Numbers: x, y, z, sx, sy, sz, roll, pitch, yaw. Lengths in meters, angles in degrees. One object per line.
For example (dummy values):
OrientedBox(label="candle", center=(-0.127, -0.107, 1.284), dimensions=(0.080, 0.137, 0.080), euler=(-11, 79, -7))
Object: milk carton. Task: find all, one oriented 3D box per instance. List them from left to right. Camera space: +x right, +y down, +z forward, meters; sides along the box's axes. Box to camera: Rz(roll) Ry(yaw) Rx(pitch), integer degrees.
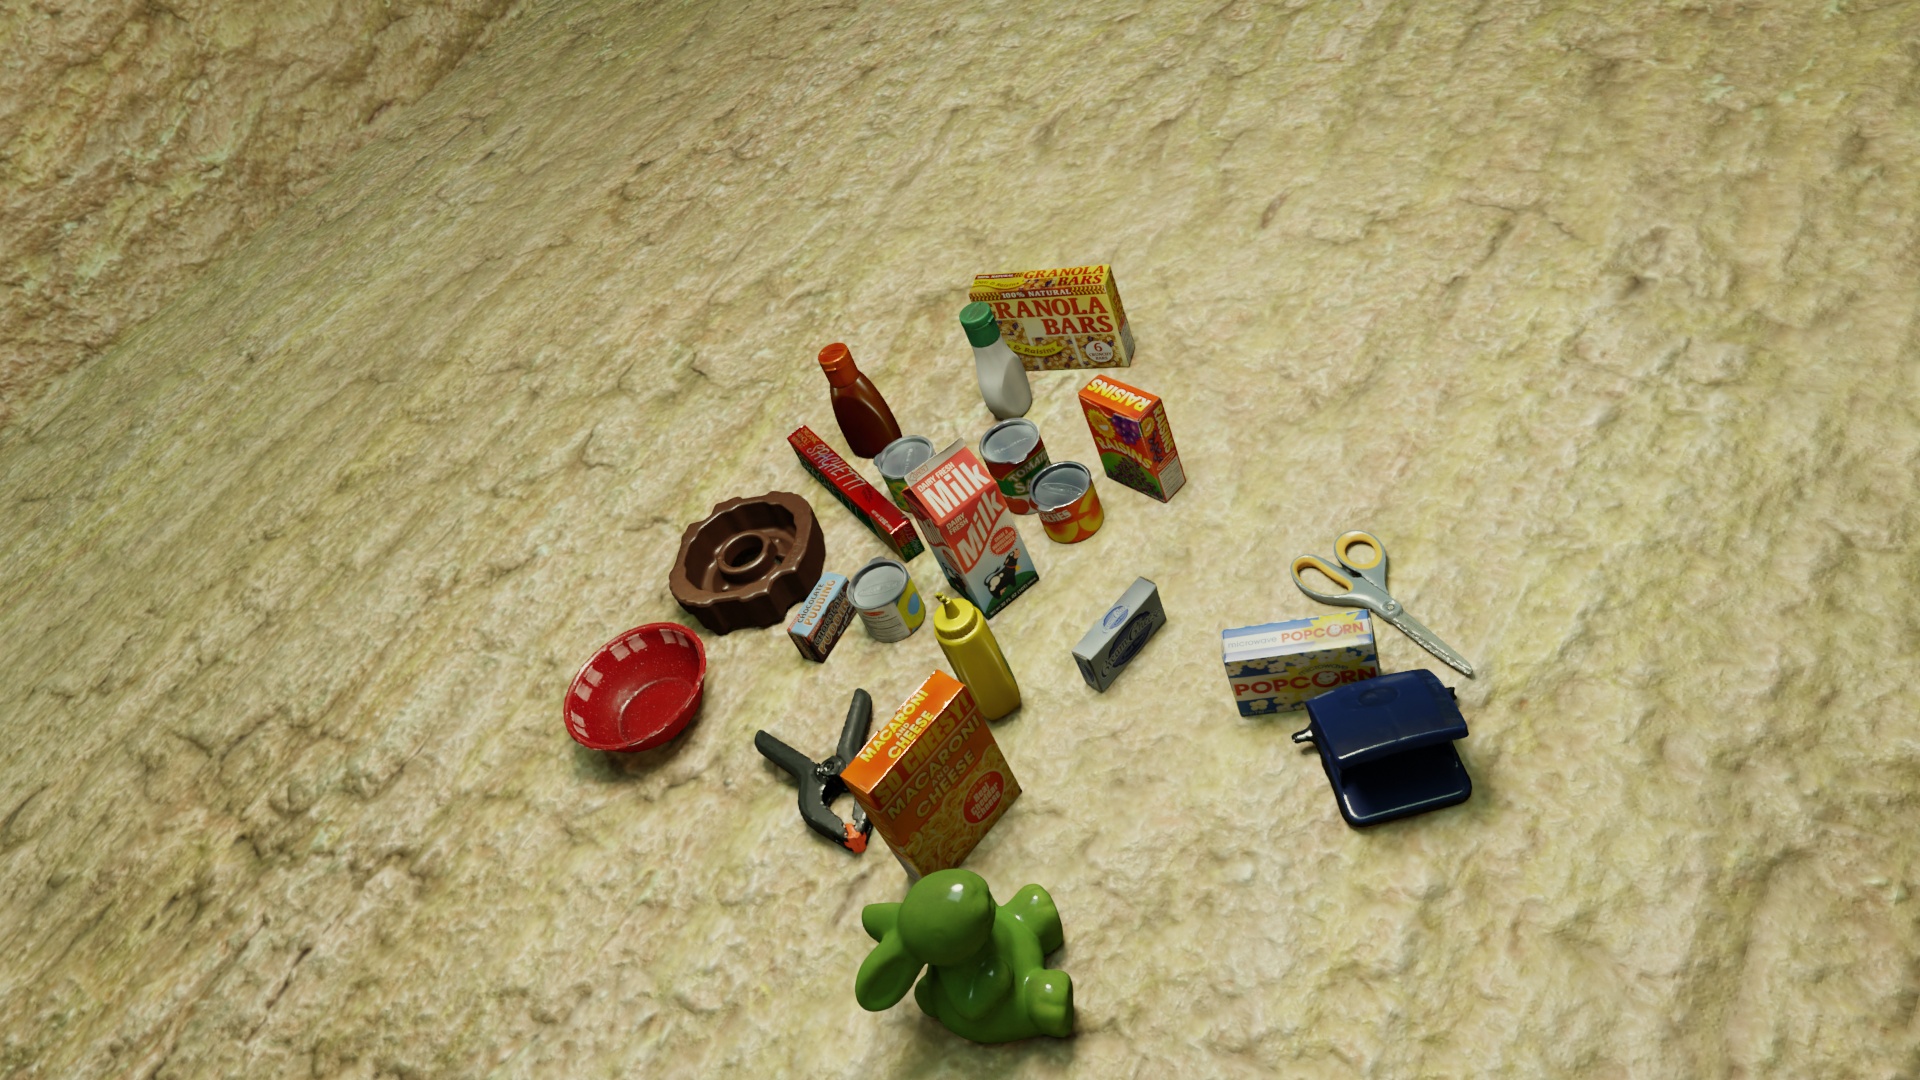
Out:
OrientedBox(label="milk carton", center=(0.005, -0.017, 1.369), dimensions=(0.072, 0.189, 0.073), euler=(-38, 45, -12))

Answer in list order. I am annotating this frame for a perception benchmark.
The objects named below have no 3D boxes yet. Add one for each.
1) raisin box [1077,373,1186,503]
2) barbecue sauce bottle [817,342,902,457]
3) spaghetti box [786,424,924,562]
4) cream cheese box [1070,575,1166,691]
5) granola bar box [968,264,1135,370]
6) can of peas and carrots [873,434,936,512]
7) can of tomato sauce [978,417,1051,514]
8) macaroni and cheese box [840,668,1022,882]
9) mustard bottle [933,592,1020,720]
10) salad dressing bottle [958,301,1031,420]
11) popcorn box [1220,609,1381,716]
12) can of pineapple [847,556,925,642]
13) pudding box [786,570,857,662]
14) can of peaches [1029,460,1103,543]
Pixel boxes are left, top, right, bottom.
OrientedBox(label="raisin box", center=(0.176, -0.104, 1.425), dimensions=(0.040, 0.123, 0.086), euler=(-43, 46, -18))
OrientedBox(label="barbecue sauce bottle", center=(-0.120, -0.160, 1.594), dimensions=(0.065, 0.148, 0.044), euler=(-4, 47, 21))
OrientedBox(label="spaghetti box", center=(-0.122, -0.057, 1.567), dimensions=(0.029, 0.050, 0.251), euler=(-37, 44, -12))
OrientedBox(label="cream cheese box", center=(0.150, 0.088, 1.302), dimensions=(0.024, 0.053, 0.104), euler=(27, 63, 40))
OrientedBox(label="granola bar box", center=(0.107, -0.255, 1.601), dimensions=(0.165, 0.123, 0.039), euler=(1, 49, 25))
OrientedBox(label="can of peas and carrots", center=(-0.054, -0.073, 1.546), dimensions=(0.071, 0.058, 0.071), euler=(-13, 45, 13))
OrientedBox(label="can of tomato sauce", center=(0.065, -0.077, 1.479), dimensions=(0.071, 0.082, 0.071), euler=(-13, 45, 13))
OrientedBox(label="macaroni and cheese box", center=(-0.022, 0.207, 1.183), dimensions=(0.040, 0.165, 0.124), euler=(25, 62, 39))
OrientedBox(label="mustard bottle", center=(0.010, 0.099, 1.277), dimensions=(0.049, 0.159, 0.065), euler=(-30, 43, -5))
OrientedBox(label="salad dressing bottle", center=(0.038, -0.202, 1.564), dimensions=(0.044, 0.147, 0.064), euler=(10, 53, 31))
OrientedBox(label="popcorn box", center=(0.294, 0.107, 1.196), dimensions=(0.126, 0.085, 0.038), euler=(-10, 45, 16))
OrientedBox(label="can of pineapple", center=(-0.075, 0.061, 1.427), dimensions=(0.071, 0.057, 0.071), euler=(-13, 45, 13))
OrientedBox(label="pudding box", center=(-0.142, 0.079, 1.445), dimensions=(0.030, 0.049, 0.084), euler=(11, 54, 32))
OrientedBox(label="can of peaches", center=(0.109, -0.038, 1.438), dimensions=(0.071, 0.057, 0.071), euler=(-13, 45, 13))
